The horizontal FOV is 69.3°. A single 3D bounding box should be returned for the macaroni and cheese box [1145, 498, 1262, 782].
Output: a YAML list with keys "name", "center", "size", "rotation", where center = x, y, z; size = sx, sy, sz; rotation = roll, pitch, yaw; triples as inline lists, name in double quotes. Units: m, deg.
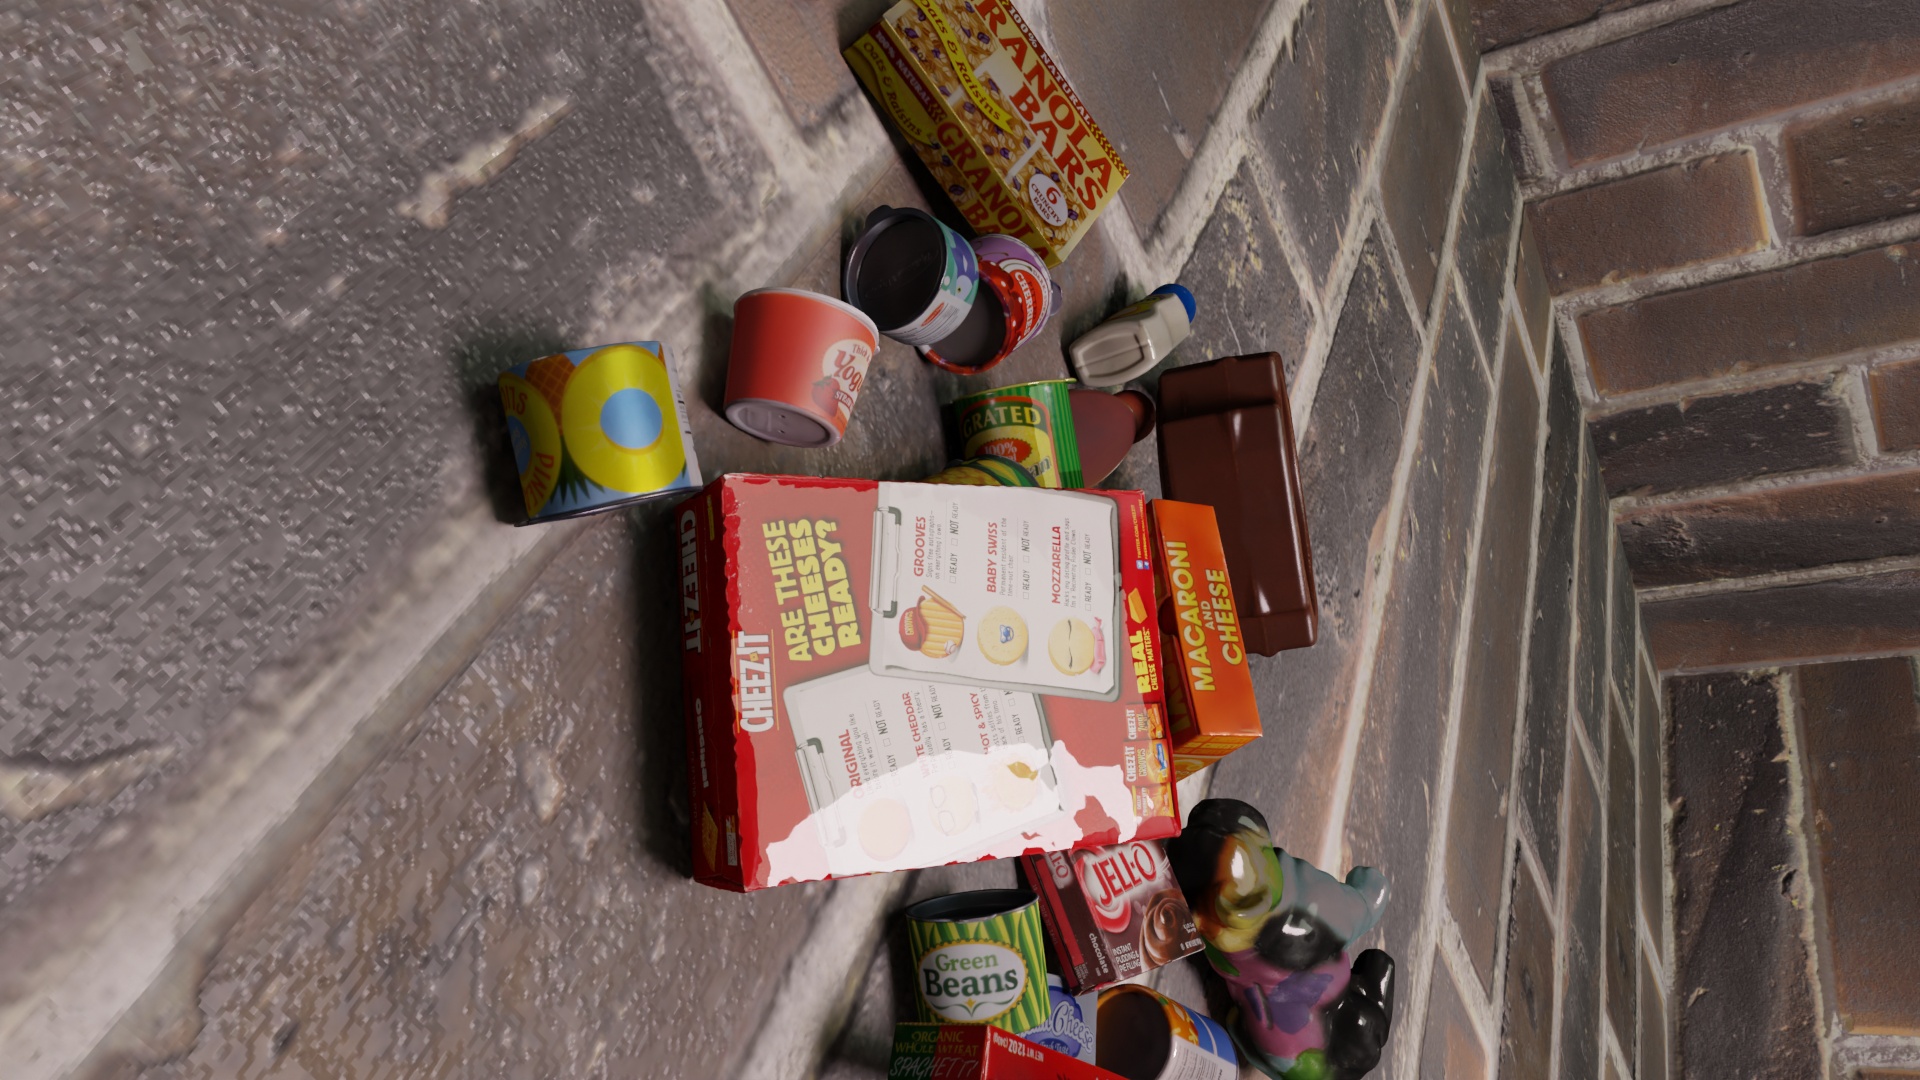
- name: "macaroni and cheese box"
  center: [0.081, 0.071, 0.720]
  size: [0.040, 0.165, 0.124]
  rotation: [6, 61, -25]

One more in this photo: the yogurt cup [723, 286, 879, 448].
- name: "yogurt cup"
  center: [-0.075, -0.076, 0.631]
  size: [0.072, 0.072, 0.054]
  rotation: [32, 64, -50]

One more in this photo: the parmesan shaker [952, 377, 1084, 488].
- name: "parmesan shaker"
  center: [0.039, -0.035, 0.786]
  size: [0.071, 0.071, 0.103]
  rotation: [-10, 90, -58]

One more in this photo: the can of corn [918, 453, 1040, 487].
- name: "can of corn"
  center: [0.003, -0.009, 0.731]
  size: [0.058, 0.071, 0.071]
  rotation: [-27, 104, -56]

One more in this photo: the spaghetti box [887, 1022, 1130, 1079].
- name: "spaghetti box"
  center: [0.055, 0.273, 0.672]
  size: [0.249, 0.050, 0.029]
  rotation: [40, 48, -46]

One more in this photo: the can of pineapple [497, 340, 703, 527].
- name: "can of pineapple"
  center: [-0.137, -0.040, 0.523]
  size: [0.071, 0.071, 0.058]
  rotation: [-16, 94, -57]

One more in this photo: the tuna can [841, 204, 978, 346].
- name: "tuna can"
  center: [-0.026, -0.138, 0.721]
  size: [0.033, 0.071, 0.071]
  rotation: [17, 67, -55]

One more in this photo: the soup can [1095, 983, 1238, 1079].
- name: "soup can"
  center: [0.114, 0.301, 0.817]
  size: [0.083, 0.071, 0.071]
  rotation: [40, 49, -44]

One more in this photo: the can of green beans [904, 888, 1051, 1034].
- name: "can of green beans"
  center: [0.009, 0.206, 0.677]
  size: [0.071, 0.071, 0.058]
  rotation: [0, 82, -57]

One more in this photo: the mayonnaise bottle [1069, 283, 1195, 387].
- name: "mayonnaise bottle"
  center: [0.128, -0.147, 0.967]
  size: [0.149, 0.064, 0.041]
  rotation: [-42, 113, -58]

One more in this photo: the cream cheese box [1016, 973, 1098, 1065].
- name: "cream cheese box"
  center: [0.040, 0.261, 0.749]
  size: [0.103, 0.024, 0.053]
  rotation: [32, 54, -49]

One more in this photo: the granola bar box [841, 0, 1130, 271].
- name: "granola bar box"
  center: [0.020, -0.248, 0.812]
  size: [0.165, 0.039, 0.125]
  rotation: [51, 44, -17]

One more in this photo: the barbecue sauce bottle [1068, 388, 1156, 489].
- name: "barbecue sauce bottle"
  center: [0.082, -0.068, 0.889]
  size: [0.149, 0.043, 0.064]
  rotation: [-25, 106, -57]

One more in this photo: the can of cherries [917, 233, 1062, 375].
- name: "can of cherries"
  center: [0.013, -0.132, 0.773]
  size: [0.059, 0.071, 0.071]
  rotation: [-42, 117, -53]
